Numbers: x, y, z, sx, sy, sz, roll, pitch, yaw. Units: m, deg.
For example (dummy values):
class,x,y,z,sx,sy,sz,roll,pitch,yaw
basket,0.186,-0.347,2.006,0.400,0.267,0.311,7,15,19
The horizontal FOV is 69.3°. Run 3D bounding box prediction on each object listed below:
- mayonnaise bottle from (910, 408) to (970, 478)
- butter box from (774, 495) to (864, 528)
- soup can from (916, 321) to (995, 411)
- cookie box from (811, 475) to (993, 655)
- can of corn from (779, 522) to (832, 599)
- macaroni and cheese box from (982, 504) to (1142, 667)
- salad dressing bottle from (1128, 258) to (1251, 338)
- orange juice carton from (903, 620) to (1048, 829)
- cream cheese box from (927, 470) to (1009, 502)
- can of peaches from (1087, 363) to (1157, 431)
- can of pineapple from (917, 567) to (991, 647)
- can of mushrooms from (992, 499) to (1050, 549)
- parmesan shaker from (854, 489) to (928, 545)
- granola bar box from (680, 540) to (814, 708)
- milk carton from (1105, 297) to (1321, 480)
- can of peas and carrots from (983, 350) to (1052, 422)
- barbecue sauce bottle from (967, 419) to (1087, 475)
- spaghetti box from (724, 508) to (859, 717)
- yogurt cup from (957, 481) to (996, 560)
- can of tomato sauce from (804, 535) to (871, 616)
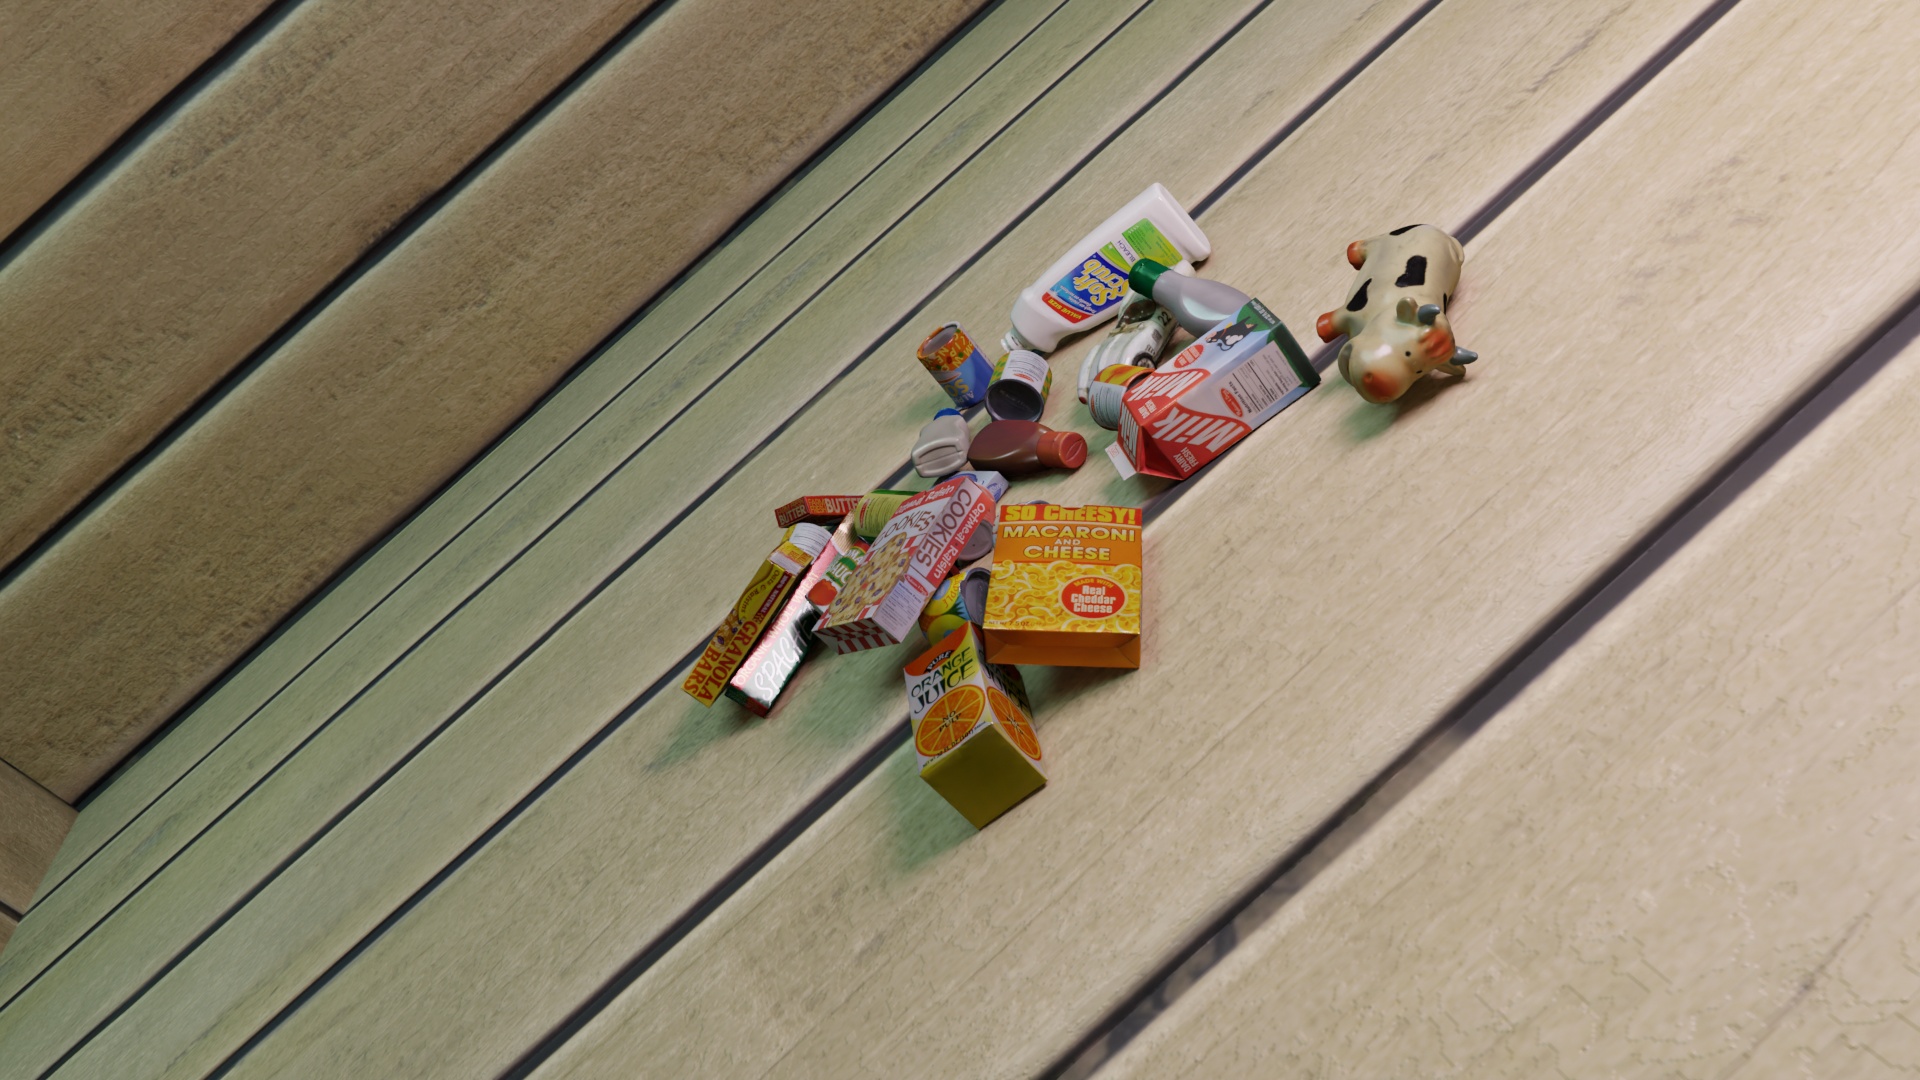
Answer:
class,x,y,z,sx,sy,sz,roll,pitch,yaw
mayonnaise bottle,-0.018,-0.112,1.542,0.065,0.041,0.148,-18,18,10
butter box,-0.159,-0.033,1.591,0.053,0.024,0.104,-21,-11,35
soup can,-0.004,-0.207,1.652,0.071,0.083,0.072,-32,28,19
cookie box,-0.053,0.023,1.269,0.122,0.040,0.168,-18,34,58
can of corn,-0.175,0.024,1.548,0.071,0.071,0.058,-22,31,34
macaroni and cheese box,0.088,0.033,1.141,0.124,0.040,0.167,1,38,7
salad dressing bottle,0.228,-0.237,1.372,0.064,0.043,0.148,-33,46,-20
orange juice carton,0.007,0.134,1.121,0.071,0.073,0.193,-37,26,12
cream cheese box,0.003,-0.047,1.464,0.053,0.024,0.104,-53,28,-20
can of peaches,0.167,-0.136,1.333,0.071,0.071,0.058,-47,26,-11
can of pineapple,0.002,0.062,1.244,0.057,0.071,0.071,-23,31,34
can of mushrooms,0.064,-0.004,1.268,0.033,0.071,0.071,-9,40,49
parmesan shaker,-0.058,-0.017,1.454,0.071,0.071,0.103,-52,29,-20
granola bar box,-0.221,0.084,1.449,0.165,0.039,0.124,-56,2,8
milk carton,0.215,-0.124,1.240,0.190,0.073,0.072,-37,26,10
can of peas and carrots,0.063,-0.164,1.518,0.071,0.071,0.059,-23,31,33
barbecue sauce bottle,0.070,-0.094,1.424,0.065,0.043,0.148,-50,28,-20
spaghetti box,-0.159,0.073,1.461,0.251,0.050,0.028,-58,1,-31
yogurt cup,0.005,-0.017,1.371,0.072,0.072,0.054,-34,35,15
can of tomato sauce,-0.108,0.048,1.413,0.083,0.071,0.071,-46,26,-9
